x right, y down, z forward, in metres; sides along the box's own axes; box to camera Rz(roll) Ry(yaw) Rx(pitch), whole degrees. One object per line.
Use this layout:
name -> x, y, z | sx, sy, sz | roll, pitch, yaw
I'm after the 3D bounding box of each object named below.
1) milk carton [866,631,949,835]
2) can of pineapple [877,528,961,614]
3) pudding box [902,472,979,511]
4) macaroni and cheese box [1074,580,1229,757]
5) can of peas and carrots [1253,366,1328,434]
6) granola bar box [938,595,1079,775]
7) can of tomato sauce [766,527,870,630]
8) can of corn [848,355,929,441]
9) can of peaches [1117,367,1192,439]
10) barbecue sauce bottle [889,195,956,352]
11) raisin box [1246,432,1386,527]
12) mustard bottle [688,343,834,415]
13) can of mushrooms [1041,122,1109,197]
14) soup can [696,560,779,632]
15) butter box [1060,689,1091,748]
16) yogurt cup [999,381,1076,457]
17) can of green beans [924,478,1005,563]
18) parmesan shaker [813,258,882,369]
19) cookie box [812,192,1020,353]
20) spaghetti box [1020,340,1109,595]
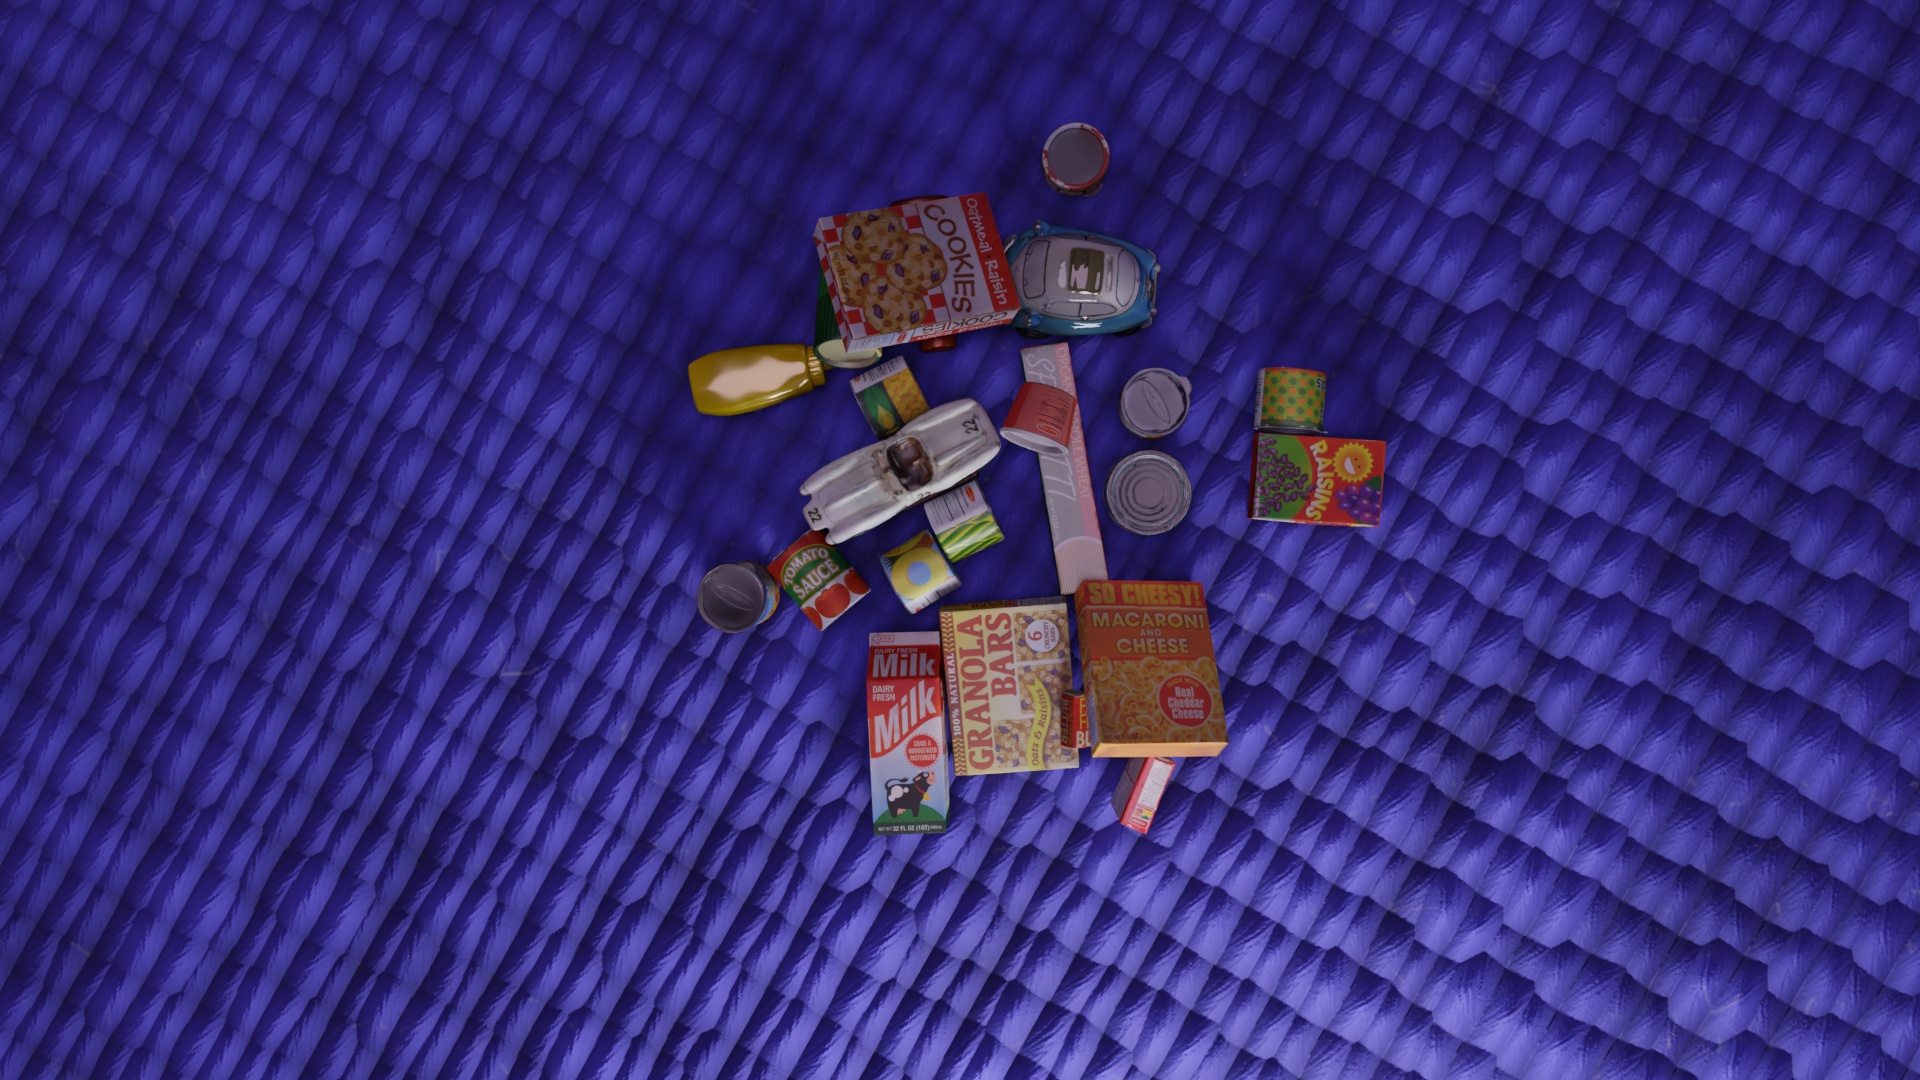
milk carton -> -0.051, 0.184, 1.354 | 0.072, 0.073, 0.190 | -2, 90, 3
can of pineapple -> -0.040, 0.029, 1.356 | 0.058, 0.071, 0.071 | -31, 90, 2
pudding box -> -0.029, -0.068, 1.373 | 0.084, 0.030, 0.049 | -26, 88, 2
macaroni and cheese box -> 0.178, 0.120, 1.315 | 0.124, 0.040, 0.167 | 2, 61, -10
can of peas and carrots -> 0.320, -0.134, 1.340 | 0.071, 0.071, 0.058 | 4, 90, 2
granola bar box -> 0.048, 0.141, 1.355 | 0.124, 0.039, 0.165 | -5, 100, 3
can of tomato sauce -> -0.139, 0.037, 1.358 | 0.071, 0.071, 0.083 | -40, 90, 2
can of corn -> -0.067, -0.138, 1.357 | 0.058, 0.071, 0.071 | -27, 90, 2
can of peaches -> 0.189, -0.133, 1.350 | 0.071, 0.058, 0.071 | 0, 90, 2
barbecue sauce bottle -> -0.031, -0.261, 1.365 | 0.065, 0.043, 0.148 | -7, 91, -3
raisin box -> 0.346, -0.058, 1.354 | 0.123, 0.040, 0.086 | 4, 90, 3
mustard bottle -> -0.184, -0.164, 1.369 | 0.160, 0.049, 0.065 | -10, 93, 1
can of mushrooms -> 0.114, -0.372, 1.363 | 0.071, 0.033, 0.071 | 0, 90, 2
soup can -> -0.214, 0.051, 1.354 | 0.071, 0.084, 0.071 | 0, 91, 2
butter box -> 0.142, 0.169, 1.343 | 0.104, 0.024, 0.053 | -3, 95, -34
yogurt cup -> 0.077, -0.117, 1.322 | 0.072, 0.072, 0.054 | 18, 84, 2
can of green beans -> 0.004, -0.019, 1.354 | 0.058, 0.071, 0.071 | -26, 90, 3
parmesan shaker -> -0.108, -0.225, 1.338 | 0.071, 0.071, 0.103 | 2, 68, 2
cookie box -> -0.040, -0.252, 1.301 | 0.168, 0.040, 0.123 | -13, 79, -17
spaghetti box -> 0.102, -0.072, 1.368 | 0.050, 0.029, 0.250 | -10, 90, 4
